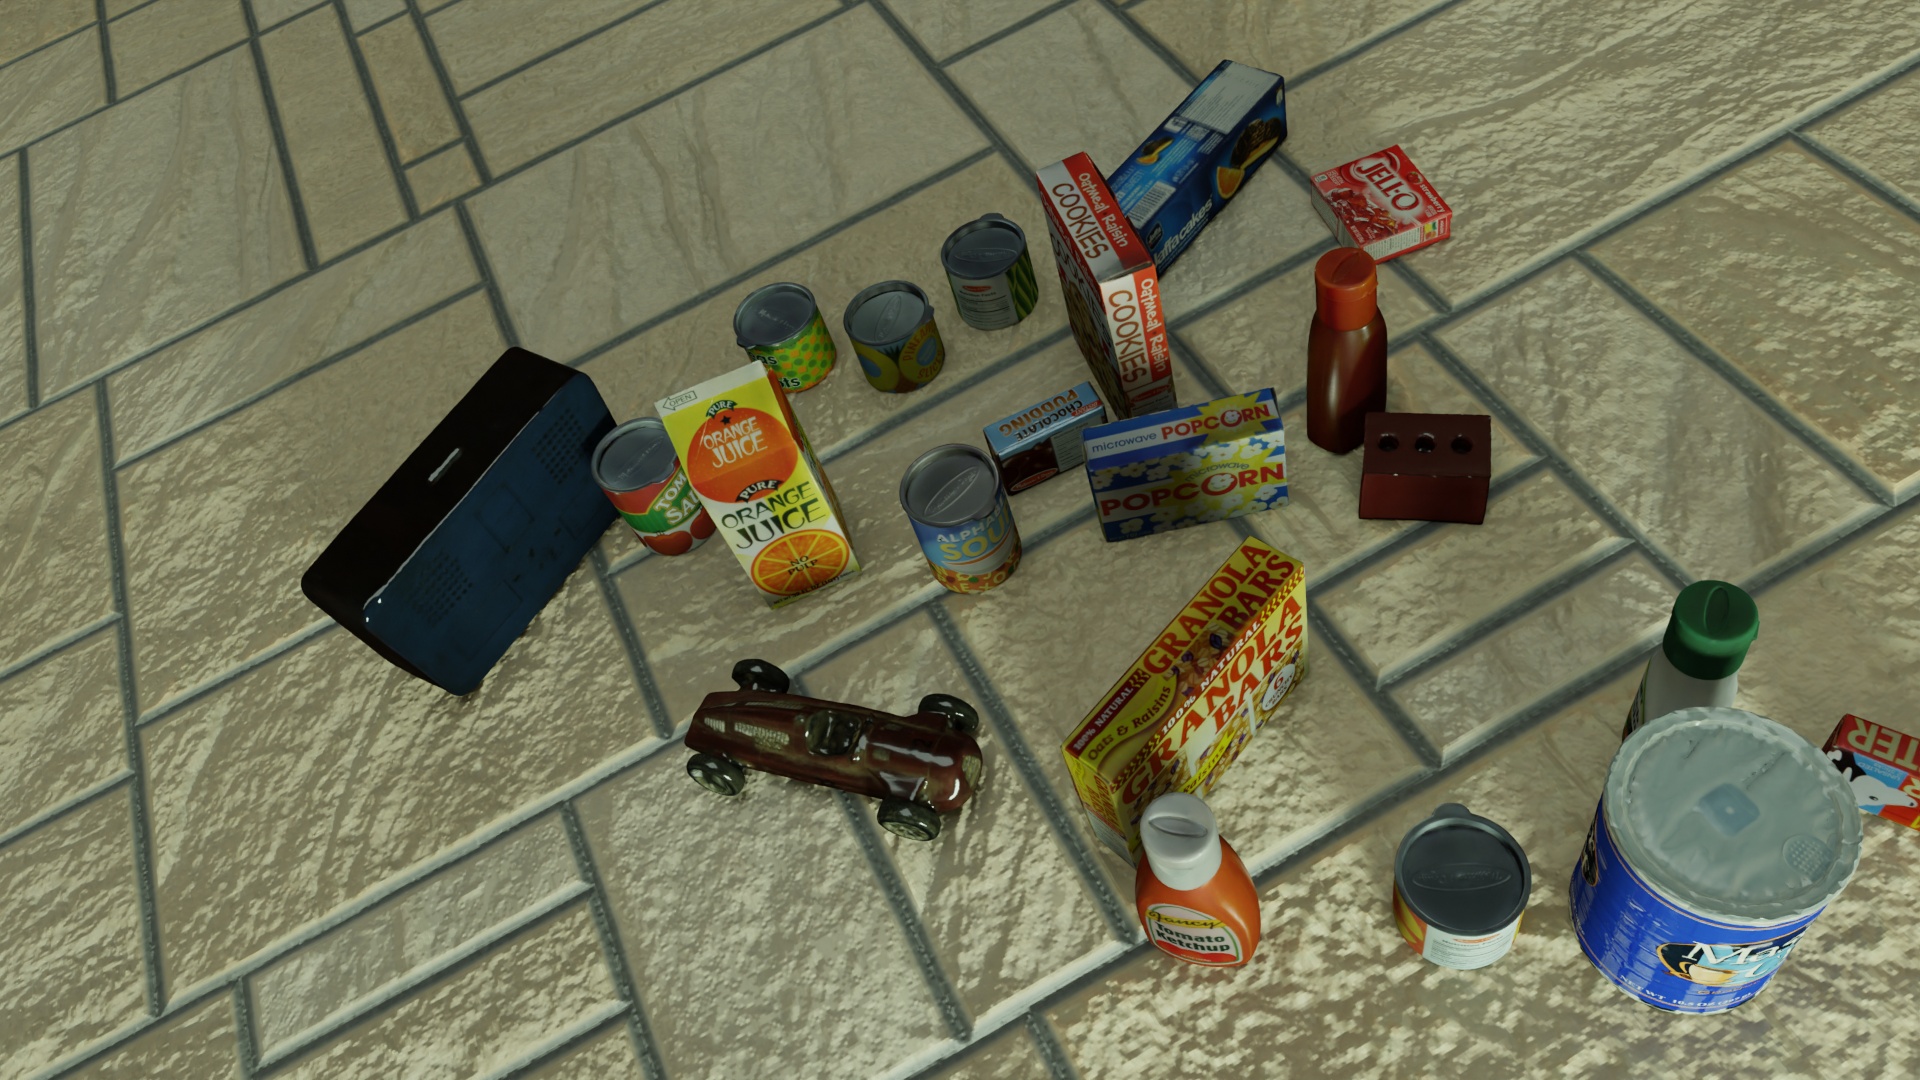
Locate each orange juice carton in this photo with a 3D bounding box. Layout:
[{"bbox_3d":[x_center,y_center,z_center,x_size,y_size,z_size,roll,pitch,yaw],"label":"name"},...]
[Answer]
[{"bbox_3d":[-0.132,-0.043,0.914,0.072,0.191,0.073,-22,53,0],"label":"orange juice carton"}]

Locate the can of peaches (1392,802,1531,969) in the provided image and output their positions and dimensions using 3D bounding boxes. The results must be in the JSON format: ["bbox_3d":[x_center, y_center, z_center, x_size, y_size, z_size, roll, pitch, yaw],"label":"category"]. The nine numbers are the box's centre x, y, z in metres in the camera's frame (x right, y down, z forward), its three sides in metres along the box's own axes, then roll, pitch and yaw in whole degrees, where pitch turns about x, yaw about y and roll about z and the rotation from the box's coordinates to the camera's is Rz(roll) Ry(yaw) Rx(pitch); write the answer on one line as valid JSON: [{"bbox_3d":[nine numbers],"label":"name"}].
[{"bbox_3d":[0.261,0.182,0.729,0.071,0.057,0.071,-7,54,10],"label":"can of peaches"}]

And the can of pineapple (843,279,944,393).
[{"bbox_3d":[-0.048,-0.153,1.054,0.071,0.057,0.071,-7,54,10],"label":"can of pineapple"}]

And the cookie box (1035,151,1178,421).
[{"bbox_3d":[0.103,-0.163,0.950,0.040,0.166,0.123,-22,53,0],"label":"cookie box"}]

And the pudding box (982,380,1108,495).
[{"bbox_3d":[0.061,-0.071,0.970,0.084,0.049,0.030,-25,53,-3],"label":"pudding box"}]

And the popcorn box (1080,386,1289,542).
[{"bbox_3d":[0.147,-0.048,0.907,0.127,0.085,0.038,-12,53,7],"label":"popcorn box"}]

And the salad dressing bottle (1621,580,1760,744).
[{"bbox_3d":[0.377,0.074,0.718,0.044,0.147,0.064,14,61,24],"label":"salad dressing bottle"}]

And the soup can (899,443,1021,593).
[{"bbox_3d":[0.003,-0.012,0.922,0.071,0.083,0.072,-7,54,11],"label":"soup can"}]

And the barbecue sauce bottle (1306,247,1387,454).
[{"bbox_3d":[0.249,-0.123,0.893,0.044,0.148,0.065,29,68,31],"label":"barbecue sauce bottle"}]

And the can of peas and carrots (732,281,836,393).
[{"bbox_3d":[-0.137,-0.155,1.079,0.071,0.058,0.071,-7,54,10],"label":"can of peas and carrots"}]

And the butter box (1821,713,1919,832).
[{"bbox_3d":[0.495,0.128,0.706,0.103,0.053,0.024,23,65,28],"label":"butter box"}]

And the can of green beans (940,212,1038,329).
[{"bbox_3d":[0.023,-0.205,1.071,0.071,0.057,0.071,-7,54,10],"label":"can of green beans"}]

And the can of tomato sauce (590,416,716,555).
[{"bbox_3d":[-0.216,-0.037,1.002,0.071,0.082,0.071,-7,54,11],"label":"can of tomato sauce"}]

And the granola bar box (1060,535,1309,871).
[{"bbox_3d":[0.132,0.093,0.786,0.039,0.123,0.166,33,70,32],"label":"granola bar box"}]

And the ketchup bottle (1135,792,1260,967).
[{"bbox_3d":[0.119,0.175,0.716,0.065,0.148,0.044,6,58,20],"label":"ketchup bottle"}]
